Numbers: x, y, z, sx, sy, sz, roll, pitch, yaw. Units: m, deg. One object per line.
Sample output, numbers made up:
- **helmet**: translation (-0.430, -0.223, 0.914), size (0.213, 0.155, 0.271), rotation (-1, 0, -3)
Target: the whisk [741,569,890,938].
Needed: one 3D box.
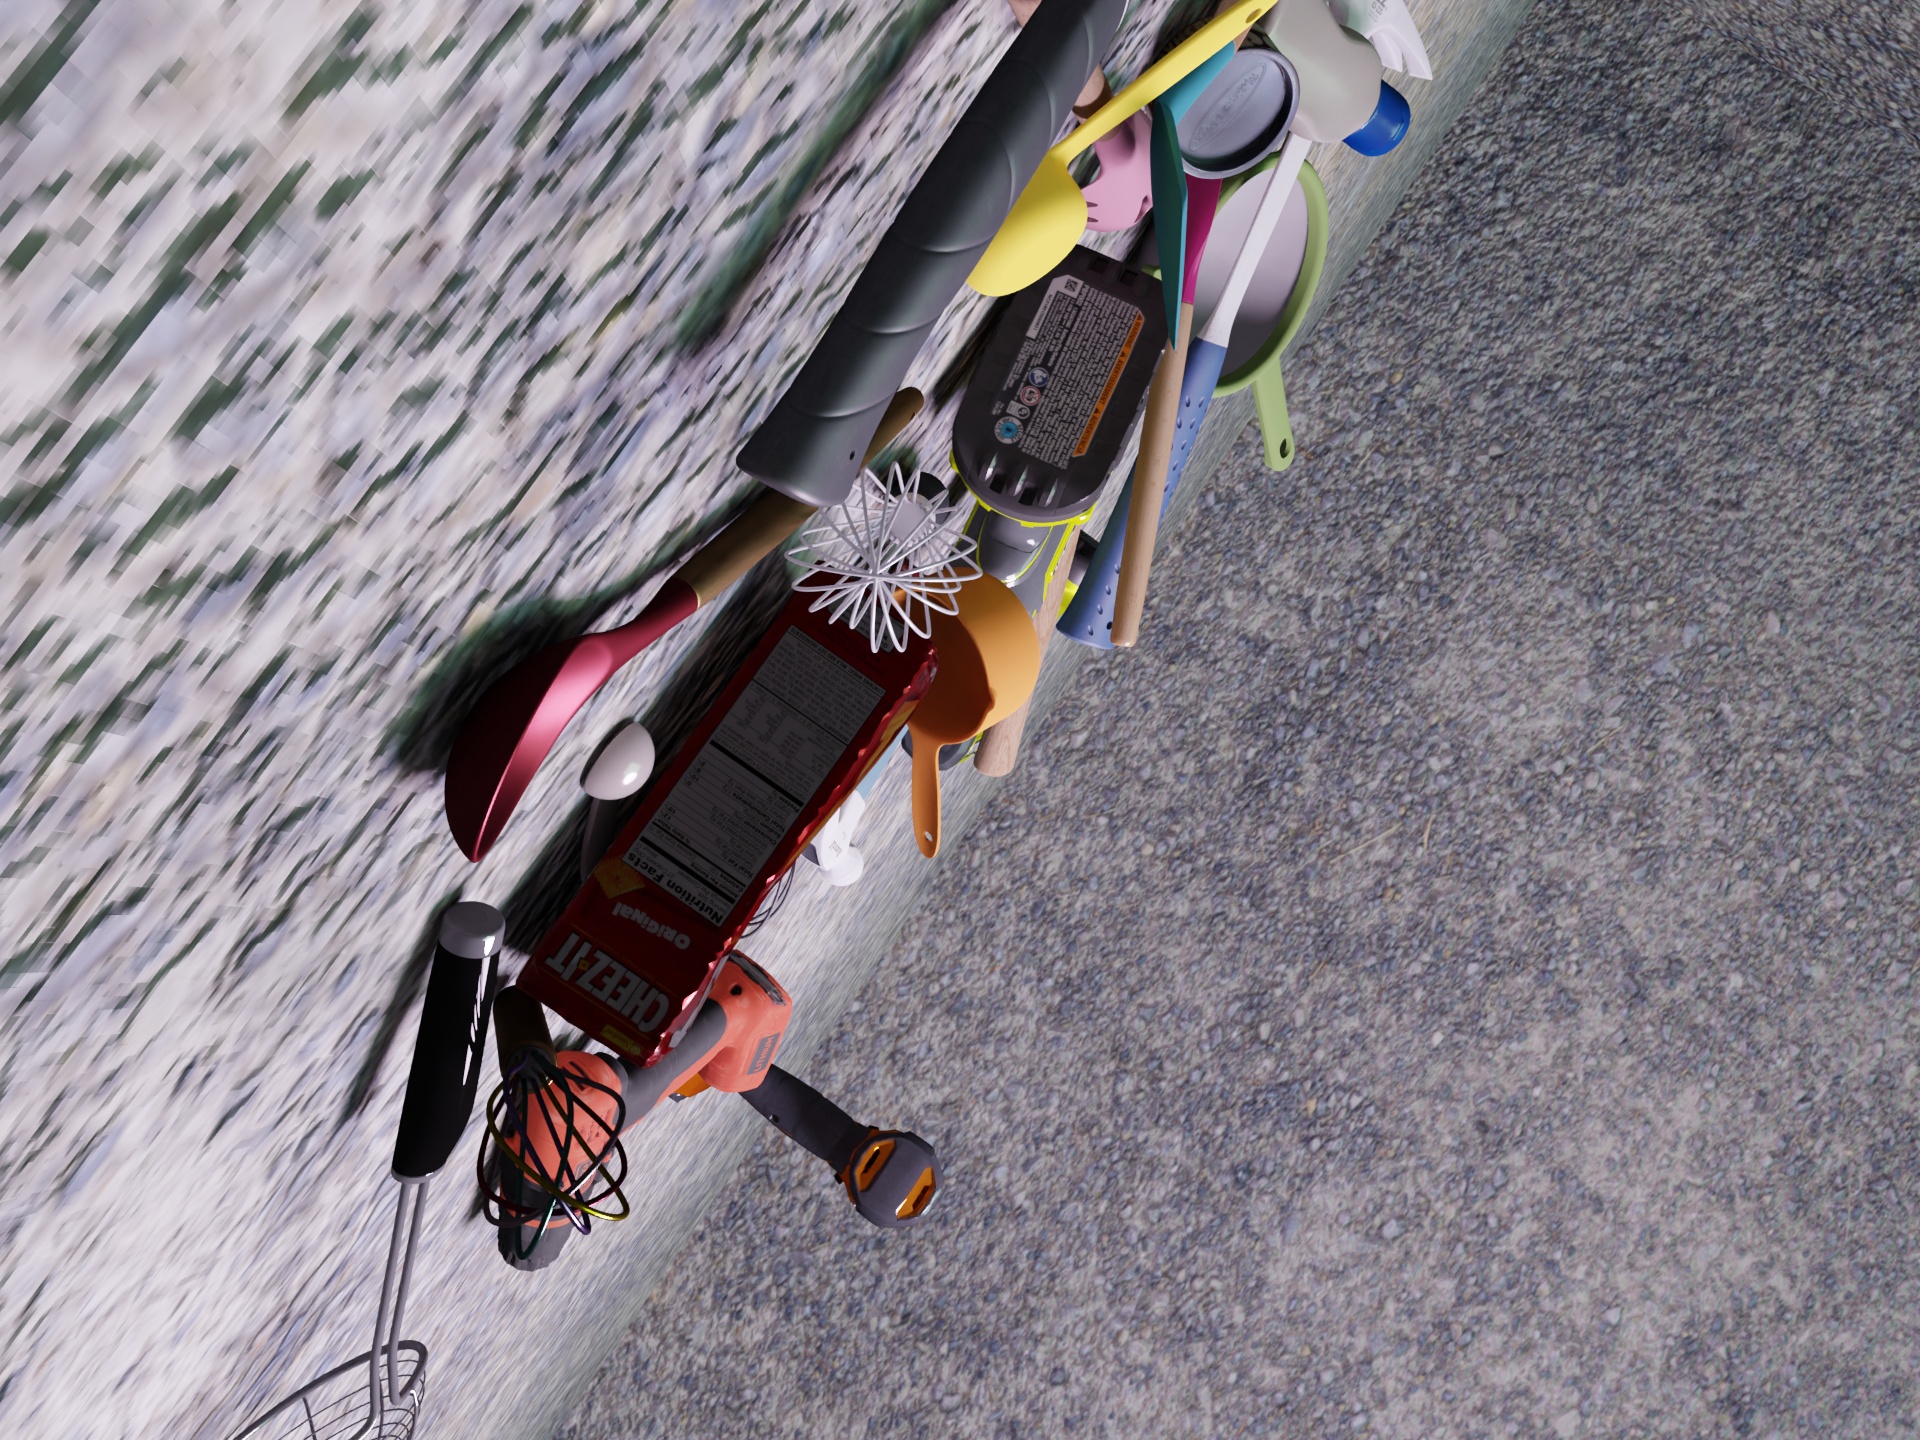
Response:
- **whisk**: translation (-0.089, 0.022, 0.861), size (0.239, 0.055, 0.055), rotation (-64, 171, 25)

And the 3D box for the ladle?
- **ladle**: translation (-0.084, -0.057, 0.568), size (0.315, 0.031, 0.069), rotation (-52, 176, -48)

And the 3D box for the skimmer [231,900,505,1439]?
- **skimmer**: translation (-0.254, 0.211, 0.649), size (0.127, 0.090, 0.363), rotation (-39, 152, -60)

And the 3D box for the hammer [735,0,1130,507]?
- **hammer**: translation (0.053, -0.239, 0.480), size (0.409, 0.036, 0.149), rotation (-58, 167, -5)

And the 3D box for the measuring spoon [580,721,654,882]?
- **measuring spoon**: translation (-0.143, 0.042, 0.663), size (0.034, 0.018, 0.124), rotation (-52, 174, -35)

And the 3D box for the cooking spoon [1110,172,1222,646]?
- **cooking spoon**: translation (0.113, -0.197, 0.850), size (0.069, 0.017, 0.319), rotation (-115, -146, -83)

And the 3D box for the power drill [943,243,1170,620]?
- **power drill**: translation (0.053, -0.159, 0.853), size (0.228, 0.080, 0.190), rotation (100, 15, -82)

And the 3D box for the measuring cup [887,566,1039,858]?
- **measuring cup**: translation (-0.001, -0.003, 0.864), size (0.052, 0.095, 0.173), rotation (-30, 136, -37)

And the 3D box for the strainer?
- **strainer**: translation (0.171, -0.255, 1.023), size (0.151, 0.069, 0.256), rotation (-48, 147, -12)

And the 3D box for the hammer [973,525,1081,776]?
- **hammer**: translation (0.062, -0.109, 1.069), size (0.130, 0.031, 0.331), rotation (-29, 140, -57)

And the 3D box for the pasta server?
- **pasta server**: translation (0.044, -0.242, 0.612), size (0.060, 0.040, 0.316), rotation (-57, 170, 11)

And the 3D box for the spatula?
- **spatula**: translation (0.130, -0.302, 0.682), size (0.082, 0.044, 0.318), rotation (80, 34, -62)

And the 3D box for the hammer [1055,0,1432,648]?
- **hammer**: translation (0.155, -0.230, 0.929), size (0.144, 0.035, 0.405), rotation (1, 117, -51)

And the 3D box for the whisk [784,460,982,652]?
- **whisk**: translation (-0.022, -0.080, 0.666), size (0.070, 0.070, 0.285), rotation (-57, -175, 12)

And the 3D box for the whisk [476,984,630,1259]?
- **whisk**: translation (-0.155, 0.137, 0.587), size (0.245, 0.047, 0.051), rotation (-168, -94, -71)

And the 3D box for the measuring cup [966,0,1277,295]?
- **measuring cup**: translation (0.061, -0.214, 0.595), size (0.156, 0.029, 0.062), rotation (-34, 173, 19)

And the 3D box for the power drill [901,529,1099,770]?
- **power drill**: translation (0.044, -0.062, 1.340), size (0.223, 0.080, 0.171), rotation (-53, 174, 11)

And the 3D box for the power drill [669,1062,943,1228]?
- **power drill**: translation (-0.115, 0.270, 1.106), size (0.084, 0.226, 0.164), rotation (-54, 174, -15)

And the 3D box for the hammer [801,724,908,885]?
- **hammer**: translation (-0.013, -0.048, 1.058), size (0.331, 0.033, 0.128), rotation (-58, 160, -14)
